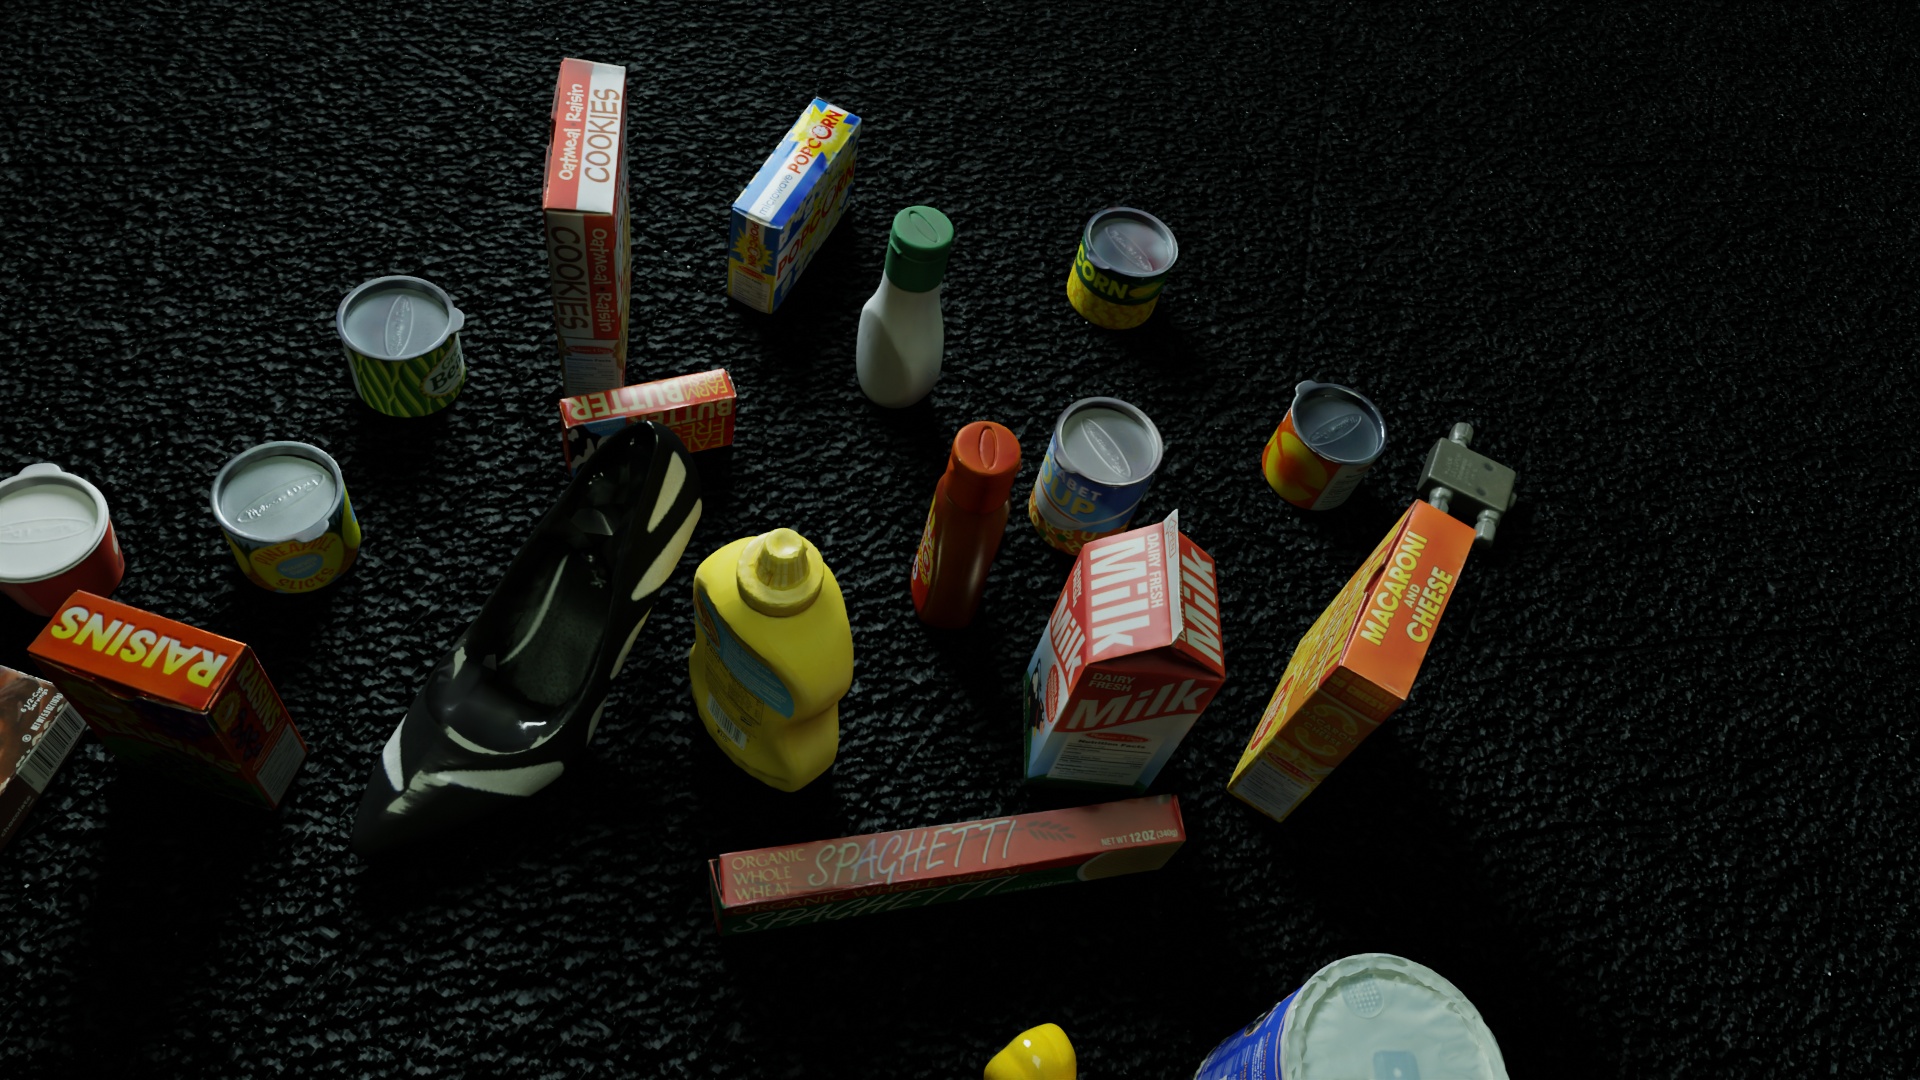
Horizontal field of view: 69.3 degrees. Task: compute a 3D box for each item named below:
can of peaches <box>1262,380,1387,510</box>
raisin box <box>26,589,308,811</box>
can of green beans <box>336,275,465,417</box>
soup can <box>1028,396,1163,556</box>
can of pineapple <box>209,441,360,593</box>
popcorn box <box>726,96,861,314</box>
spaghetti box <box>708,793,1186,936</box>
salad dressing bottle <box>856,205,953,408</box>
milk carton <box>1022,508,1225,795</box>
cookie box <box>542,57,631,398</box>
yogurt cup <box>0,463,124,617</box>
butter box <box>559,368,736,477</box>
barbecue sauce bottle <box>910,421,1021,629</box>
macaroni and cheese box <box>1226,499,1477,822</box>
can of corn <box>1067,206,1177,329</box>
[{"bbox_3d":[0.241,-0.063,0.928,0.071,0.057,0.071,5,57,-8],"label":"can of peaches"},{"bbox_3d":[-0.377,0.080,0.669,0.086,0.122,0.040,19,56,1],"label":"raisin box"},{"bbox_3d":[-0.338,-0.117,0.844,0.071,0.057,0.071,5,57,-8],"label":"can of green beans"},{"bbox_3d":[0.080,-0.037,0.863,0.071,0.083,0.072,5,57,-8],"label":"soup can"},{"bbox_3d":[-0.371,-0.010,0.768,0.071,0.057,0.071,5,57,-8],"label":"can of pineapple"},{"bbox_3d":[-0.114,-0.227,0.945,0.038,0.084,0.127,24,56,4],"label":"popcorn box"},{"bbox_3d":[-0.006,0.170,0.731,0.250,0.050,0.029,-5,59,-15],"label":"spaghetti box"},{"bbox_3d":[-0.034,-0.144,0.870,0.044,0.147,0.064,-26,66,-25],"label":"salad dressing bottle"},{"bbox_3d":[0.087,0.063,0.735,0.073,0.189,0.073,7,57,-7],"label":"milk carton"},{"bbox_3d":[-0.225,-0.185,0.845,0.040,0.166,0.123,1,58,-11],"label":"cookie box"},{"bbox_3d":[-0.483,0.005,0.738,0.072,0.053,0.073,5,57,-8],"label":"yogurt cup"},{"bbox_3d":[-0.190,-0.072,0.848,0.104,0.052,0.024,-14,62,-20],"label":"butter box"},{"bbox_3d":[0.003,-0.010,0.790,0.044,0.147,0.065,6,57,-8],"label":"barbecue sauce bottle"},{"bbox_3d":[0.213,0.070,0.771,0.040,0.165,0.124,30,57,8],"label":"macaroni and cheese box"},{"bbox_3d":[0.112,-0.191,0.984,0.071,0.058,0.071,5,57,-8],"label":"can of corn"}]
